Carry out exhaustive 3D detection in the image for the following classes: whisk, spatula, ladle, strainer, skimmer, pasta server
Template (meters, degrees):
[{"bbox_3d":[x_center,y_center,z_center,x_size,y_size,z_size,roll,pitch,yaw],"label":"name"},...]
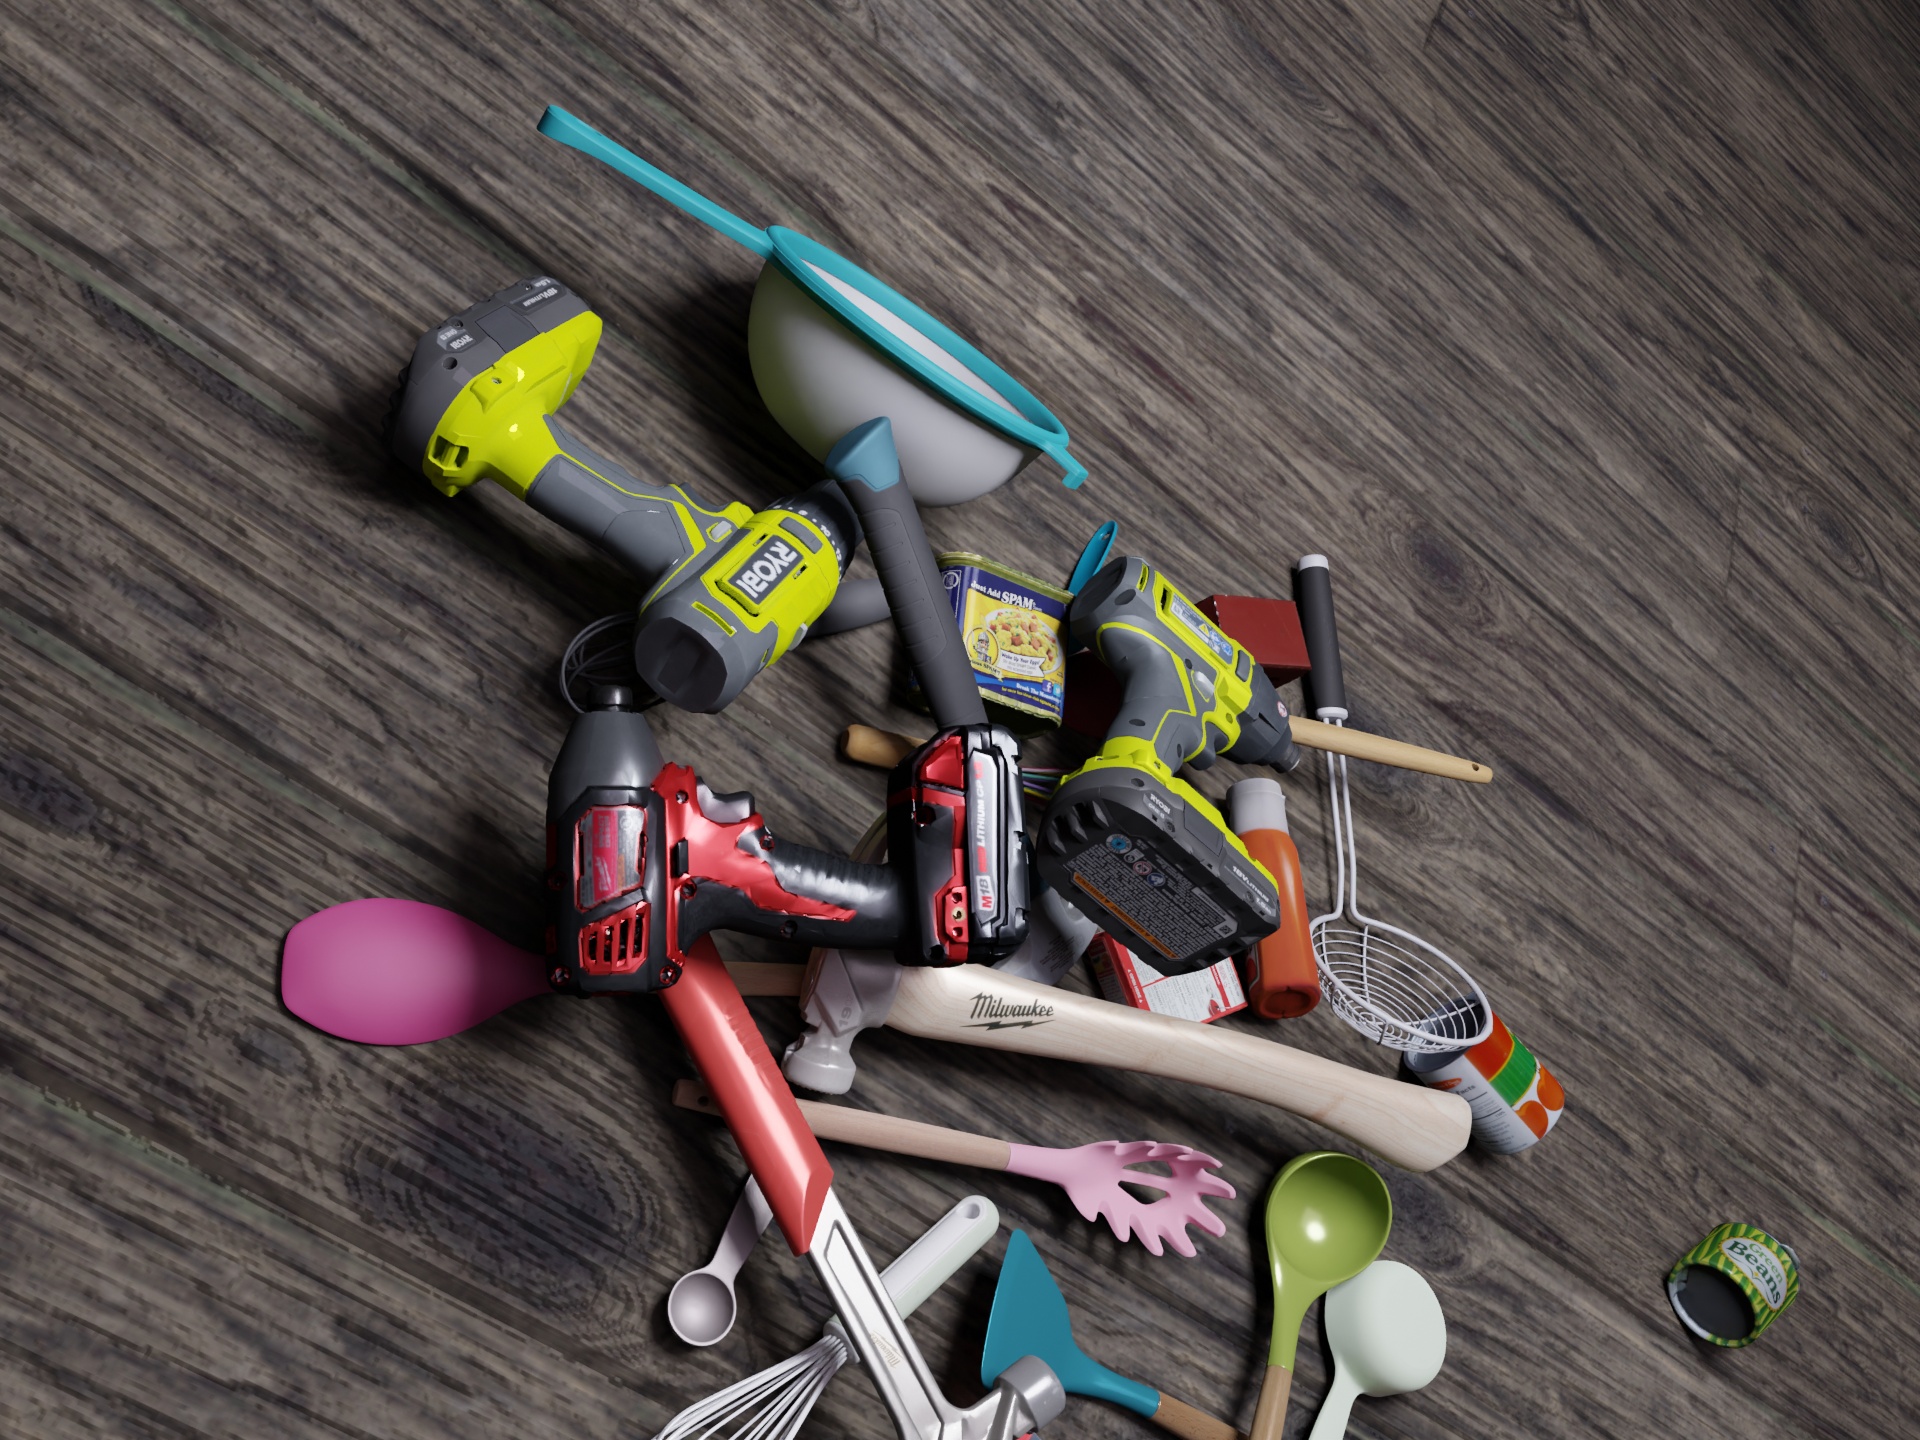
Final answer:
[{"bbox_3d":[-0.064,0.307,0.774,0.246,0.058,0.059,-31,124,-41],"label":"whisk"},{"bbox_3d":[0.044,0.039,0.951,0.244,0.051,0.047,14,70,-24],"label":"whisk"},{"bbox_3d":[0.130,0.383,0.866,0.317,0.044,0.082,34,48,-18],"label":"spatula"},{"bbox_3d":[0.174,0.374,0.858,0.078,0.062,0.320,35,46,-8],"label":"ladle"},{"bbox_3d":[0.206,0.005,1.031,0.315,0.031,0.069,12,55,-14],"label":"ladle"},{"bbox_3d":[-0.097,-0.214,0.898,0.340,0.095,0.211,26,19,-28],"label":"strainer"},{"bbox_3d":[-0.118,-0.047,0.882,0.239,0.055,0.055,-18,82,-41],"label":"whisk"},{"bbox_3d":[0.275,0.043,1.065,0.127,0.090,0.364,9,66,-26],"label":"skimmer"},{"bbox_3d":[0.002,0.228,0.839,0.316,0.040,0.060,17,89,-21],"label":"pasta server"}]

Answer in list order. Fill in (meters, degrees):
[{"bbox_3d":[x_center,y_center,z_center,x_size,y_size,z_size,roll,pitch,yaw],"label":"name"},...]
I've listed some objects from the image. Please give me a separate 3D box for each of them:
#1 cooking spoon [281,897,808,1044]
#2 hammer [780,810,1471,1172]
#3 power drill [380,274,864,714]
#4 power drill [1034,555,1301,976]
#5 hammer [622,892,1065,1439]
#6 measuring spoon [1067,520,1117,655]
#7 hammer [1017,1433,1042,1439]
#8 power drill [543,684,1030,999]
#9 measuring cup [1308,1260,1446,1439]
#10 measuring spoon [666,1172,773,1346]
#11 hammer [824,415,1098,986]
[{"bbox_3d":[-0.168,0.127,0.795,0.318,0.017,0.069,7,69,-30],"label":"cooking spoon"},{"bbox_3d":[0.113,0.172,0.882,0.410,0.038,0.146,18,88,-19],"label":"hammer"},{"bbox_3d":[-0.162,-0.125,0.833,0.228,0.080,0.191,38,40,-3],"label":"power drill"},{"bbox_3d":[0.127,0.026,0.898,0.171,0.080,0.223,40,38,-18],"label":"power drill"},{"bbox_3d":[-0.095,0.206,0.756,0.149,0.036,0.359,-23,76,-34],"label":"hammer"},{"bbox_3d":[0.085,-0.084,1.035,0.021,0.042,0.129,52,43,-28],"label":"measuring spoon"},{"bbox_3d":[0.153,0.481,0.845,0.386,0.038,0.143,32,59,-18],"label":"hammer"},{"bbox_3d":[-0.084,0.054,0.751,0.219,0.078,0.143,0,80,-16],"label":"power drill"},{"bbox_3d":[0.236,0.385,0.921,0.083,0.038,0.168,51,44,-6],"label":"measuring cup"},{"bbox_3d":[-0.109,0.252,0.788,0.034,0.018,0.124,37,49,-9],"label":"measuring spoon"},{"bbox_3d":[-0.001,-0.003,0.873,0.128,0.033,0.331,-30,109,-31],"label":"hammer"}]
